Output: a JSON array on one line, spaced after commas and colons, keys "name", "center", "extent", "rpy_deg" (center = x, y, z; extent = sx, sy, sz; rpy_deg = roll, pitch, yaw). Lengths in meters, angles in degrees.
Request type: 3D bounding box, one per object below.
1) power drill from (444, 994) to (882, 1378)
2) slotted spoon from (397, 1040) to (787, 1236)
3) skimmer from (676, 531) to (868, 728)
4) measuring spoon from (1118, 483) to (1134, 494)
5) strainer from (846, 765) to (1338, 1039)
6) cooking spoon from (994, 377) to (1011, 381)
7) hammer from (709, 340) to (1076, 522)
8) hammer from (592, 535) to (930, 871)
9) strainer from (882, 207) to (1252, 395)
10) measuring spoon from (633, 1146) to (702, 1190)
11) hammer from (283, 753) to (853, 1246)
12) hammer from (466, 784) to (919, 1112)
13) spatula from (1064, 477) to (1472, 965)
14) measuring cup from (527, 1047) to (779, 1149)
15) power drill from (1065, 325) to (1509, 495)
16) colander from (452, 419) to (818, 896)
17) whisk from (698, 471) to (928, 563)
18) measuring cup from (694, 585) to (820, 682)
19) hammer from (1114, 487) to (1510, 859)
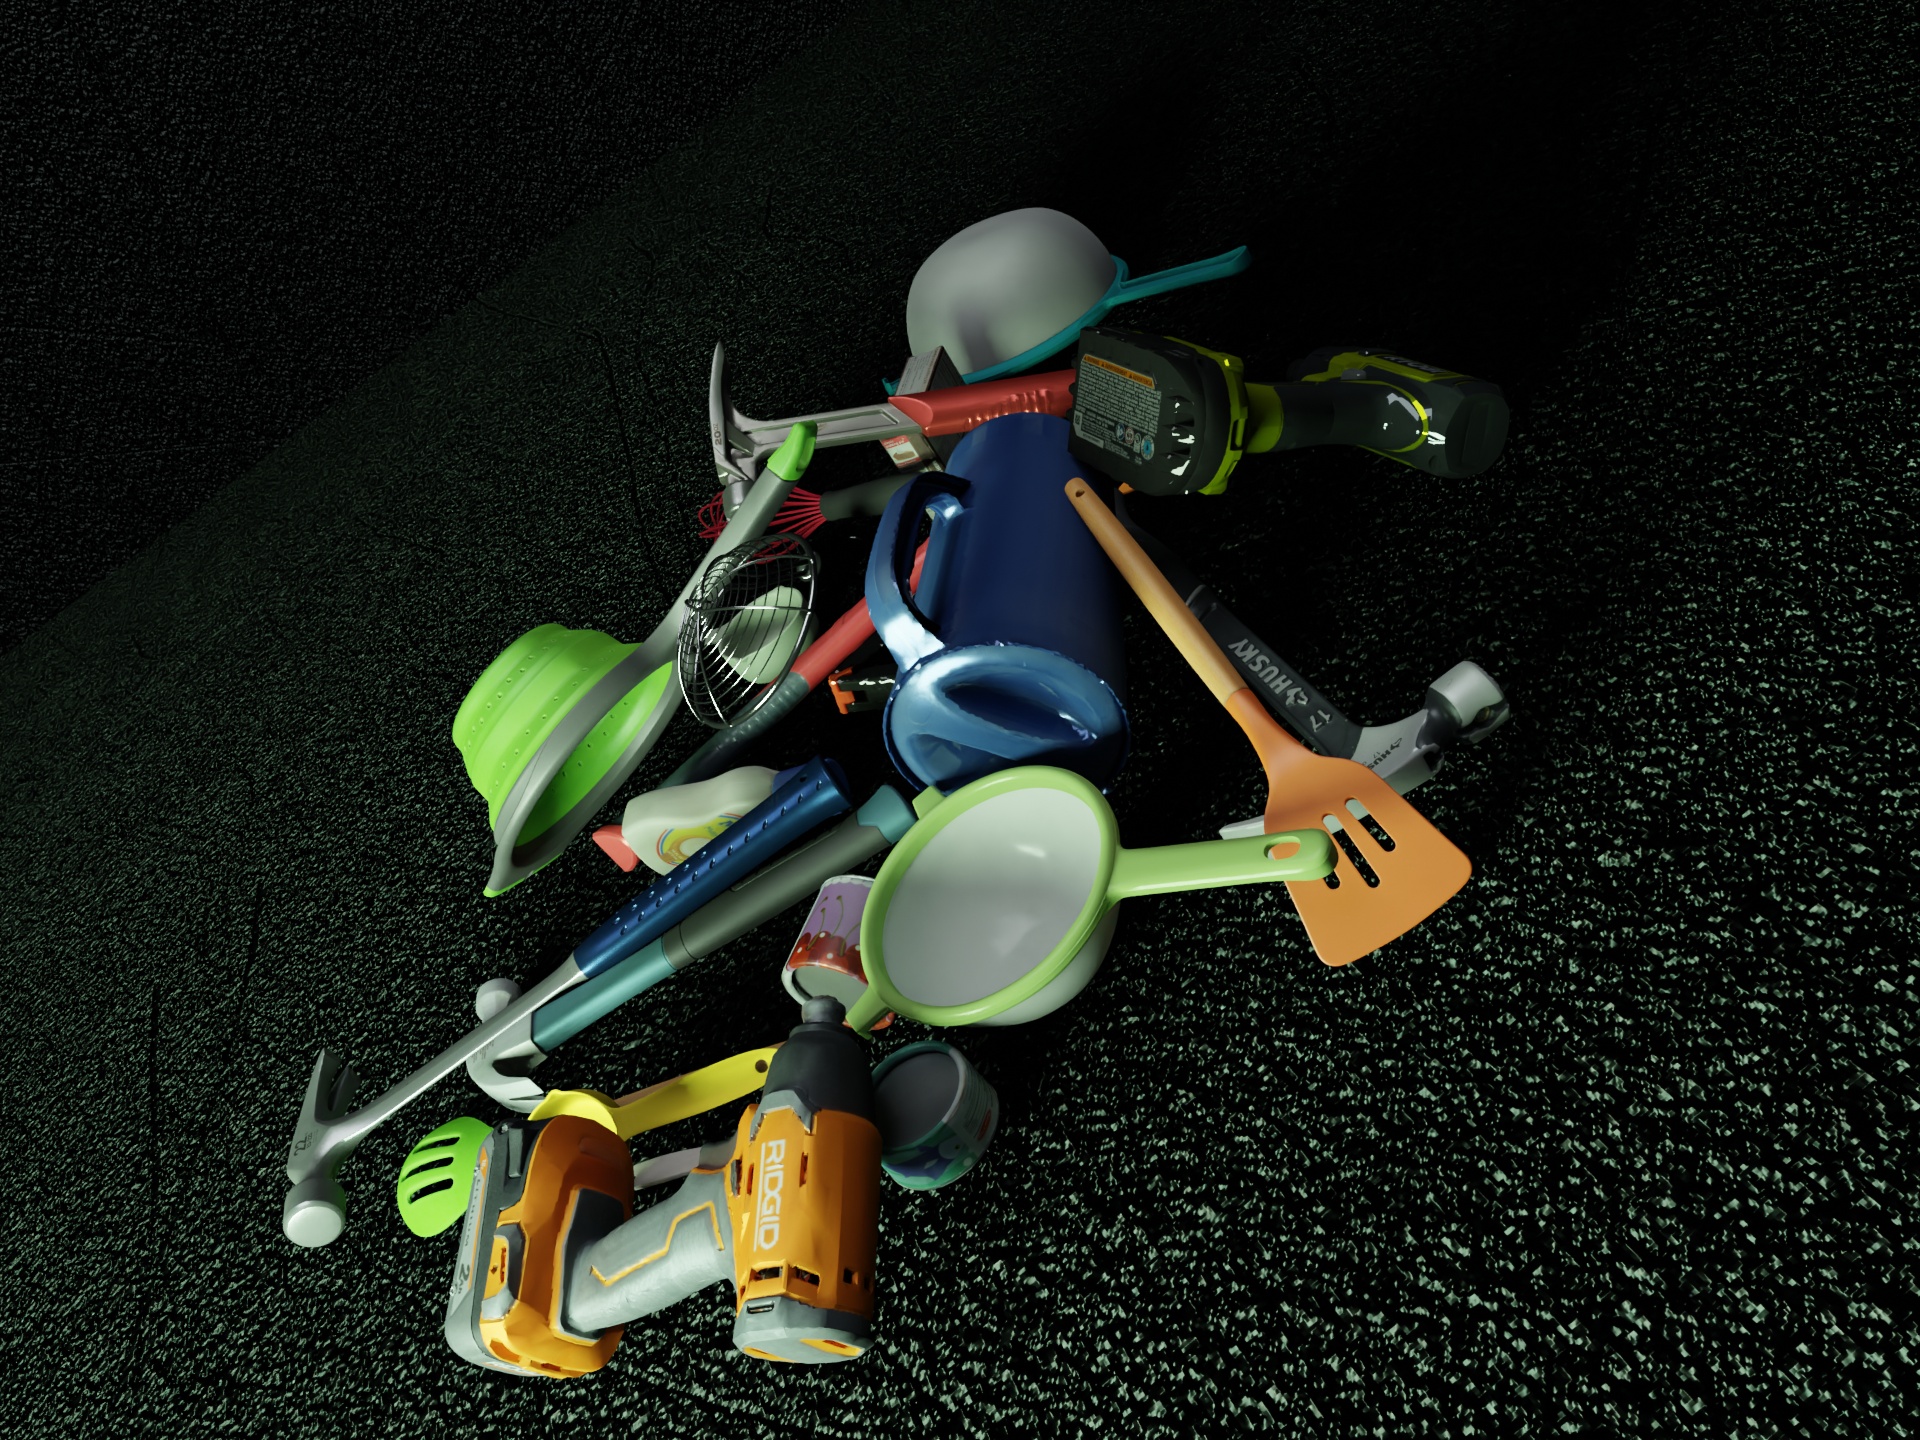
[{"name": "power drill", "center": [-0.135, 0.227, 0.766], "extent": [0.226, 0.084, 0.164], "rpy_deg": [-19, 52, 29]}, {"name": "slotted spoon", "center": [-0.207, 0.229, 0.913], "extent": [0.314, 0.031, 0.070], "rpy_deg": [-22, 48, 18]}, {"name": "skimmer", "center": [-0.099, -0.081, 1.083], "extent": [0.127, 0.090, 0.363], "rpy_deg": [-54, -4, 16]}, {"name": "measuring spoon", "center": [0.157, -0.197, 1.118], "extent": [0.117, 0.011, 0.021], "rpy_deg": [-37, 33, 0]}, {"name": "strainer", "center": [0.071, 0.092, 0.783], "extent": [0.256, 0.069, 0.152], "rpy_deg": [-11, 46, 33]}, {"name": "cooking spoon", "center": [0.048, -0.270, 1.307], "extent": [0.069, 0.017, 0.319], "rpy_deg": [-38, 32, -12]}, {"name": "hammer", "center": [-0.003, -0.234, 1.158], "extent": [0.359, 0.036, 0.149], "rpy_deg": [-9, 65, 1]}, {"name": "hammer", "center": [-0.106, -0.040, 1.130], "extent": [0.386, 0.038, 0.143], "rpy_deg": [-43, 12, -1]}, {"name": "strainer", "center": [0.080, -0.380, 1.327], "extent": [0.340, 0.095, 0.211], "rpy_deg": [-2, 40, 42]}, {"name": "measuring spoon", "center": [-0.142, 0.242, 0.853], "extent": [0.124, 0.018, 0.034], "rpy_deg": [-22, 22, 33]}, {"name": "hammer", "center": [-0.241, 0.151, 0.972], "extent": [0.405, 0.035, 0.144], "rpy_deg": [-36, 31, 0]}, {"name": "hammer", "center": [-0.168, 0.136, 0.988], "extent": [0.331, 0.033, 0.128], "rpy_deg": [-32, 32, 7]}, {"name": "spatula", "center": [0.131, -0.022, 0.808], "extent": [0.081, 0.041, 0.323], "rpy_deg": [-36, 50, 7]}, {"name": "measuring cup", "center": [-0.165, 0.213, 0.876], "extent": [0.156, 0.062, 0.029], "rpy_deg": [-23, -9, 3]}, {"name": "power drill", "center": [0.182, -0.187, 0.938], "extent": [0.223, 0.080, 0.171], "rpy_deg": [-6, 25, -25]}, {"name": "colander", "center": [-0.235, -0.061, 1.079], "extent": [0.397, 0.094, 0.204], "rpy_deg": [-53, -3, 19]}, {"name": "whisk", "center": [-0.115, -0.169, 1.273], "extent": [0.296, 0.073, 0.073], "rpy_deg": [-1, 47, 47]}, {"name": "measuring cup", "center": [-0.178, -0.053, 1.230], "extent": [0.167, 0.038, 0.083], "rpy_deg": [-13, 39, 35]}, {"name": "hammer", "center": [0.144, -0.055, 0.935], "extent": [0.149, 0.036, 0.409], "rpy_deg": [-37, 32, 2]}]
